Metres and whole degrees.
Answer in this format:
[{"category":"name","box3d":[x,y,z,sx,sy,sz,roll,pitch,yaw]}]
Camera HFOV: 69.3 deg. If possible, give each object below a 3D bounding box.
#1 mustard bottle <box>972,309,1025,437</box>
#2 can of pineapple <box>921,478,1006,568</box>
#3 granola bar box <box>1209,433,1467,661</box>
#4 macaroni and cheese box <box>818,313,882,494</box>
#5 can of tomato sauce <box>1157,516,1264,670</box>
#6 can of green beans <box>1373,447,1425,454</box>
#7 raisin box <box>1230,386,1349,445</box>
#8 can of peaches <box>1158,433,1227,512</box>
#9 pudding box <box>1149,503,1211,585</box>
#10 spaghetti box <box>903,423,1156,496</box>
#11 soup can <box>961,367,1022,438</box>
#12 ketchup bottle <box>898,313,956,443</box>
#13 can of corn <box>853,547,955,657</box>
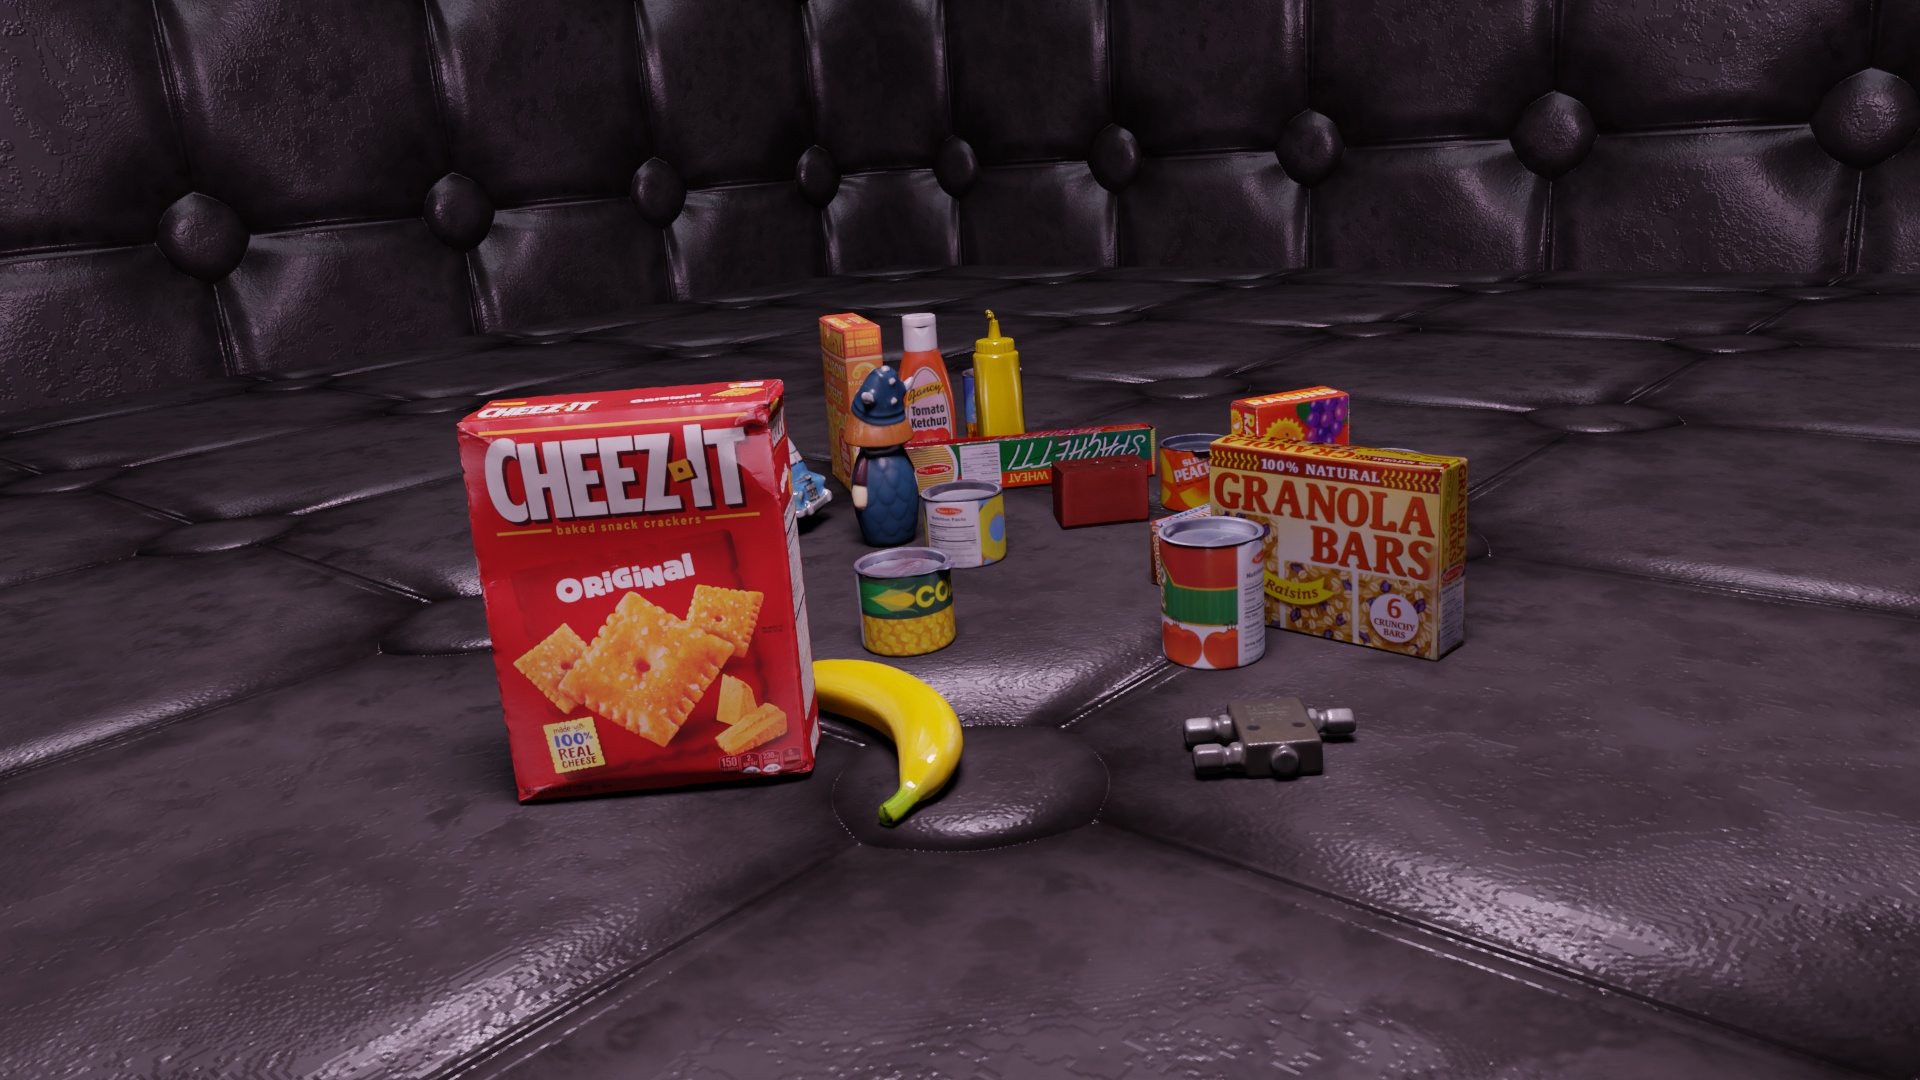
[{"category":"mustard bottle","box3d":[0.039,-0.157,1.427,0.049,0.159,0.065,-6,16,-7]},{"category":"can of pineapple","box3d":[0.004,-0.014,1.132,0.071,0.057,0.071,-4,16,1]},{"category":"granola bar box","box3d":[0.241,0.000,0.904,0.165,0.123,0.039,11,22,42]},{"category":"macaroni and cheese box","box3d":[-0.105,-0.135,1.378,0.040,0.166,0.124,-9,17,-15]},{"category":"can of tomato sauce","box3d":[0.159,0.033,0.888,0.071,0.082,0.071,-4,16,1]},{"category":"can of green beans","box3d":[0.346,-0.041,1.135,0.071,0.057,0.071,-4,16,1]},{"category":"raisin box","box3d":[0.257,-0.052,1.080,0.086,0.123,0.040,-10,17,-18]},{"category":"can of peaches","box3d":[0.211,-0.060,1.235,0.071,0.058,0.071,-4,16,1]},{"category":"pudding box","box3d":[0.181,0.002,1.047,0.084,0.049,0.030,-16,20,-36]},{"category":"spaghetti box","box3d":[0.065,-0.078,1.349,0.250,0.050,0.029,-5,16,-3]},{"category":"soup can","box3d":[0.038,-0.145,1.522,0.071,0.083,0.071,-4,16,1]},{"category":"ketchup bottle","box3d":[-0.041,-0.173,1.522,0.065,0.148,0.043,-7,16,-9]},{"category":"can of corn","box3d":[-0.035,0.042,0.951,0.071,0.058,0.071,-4,16,1]}]
